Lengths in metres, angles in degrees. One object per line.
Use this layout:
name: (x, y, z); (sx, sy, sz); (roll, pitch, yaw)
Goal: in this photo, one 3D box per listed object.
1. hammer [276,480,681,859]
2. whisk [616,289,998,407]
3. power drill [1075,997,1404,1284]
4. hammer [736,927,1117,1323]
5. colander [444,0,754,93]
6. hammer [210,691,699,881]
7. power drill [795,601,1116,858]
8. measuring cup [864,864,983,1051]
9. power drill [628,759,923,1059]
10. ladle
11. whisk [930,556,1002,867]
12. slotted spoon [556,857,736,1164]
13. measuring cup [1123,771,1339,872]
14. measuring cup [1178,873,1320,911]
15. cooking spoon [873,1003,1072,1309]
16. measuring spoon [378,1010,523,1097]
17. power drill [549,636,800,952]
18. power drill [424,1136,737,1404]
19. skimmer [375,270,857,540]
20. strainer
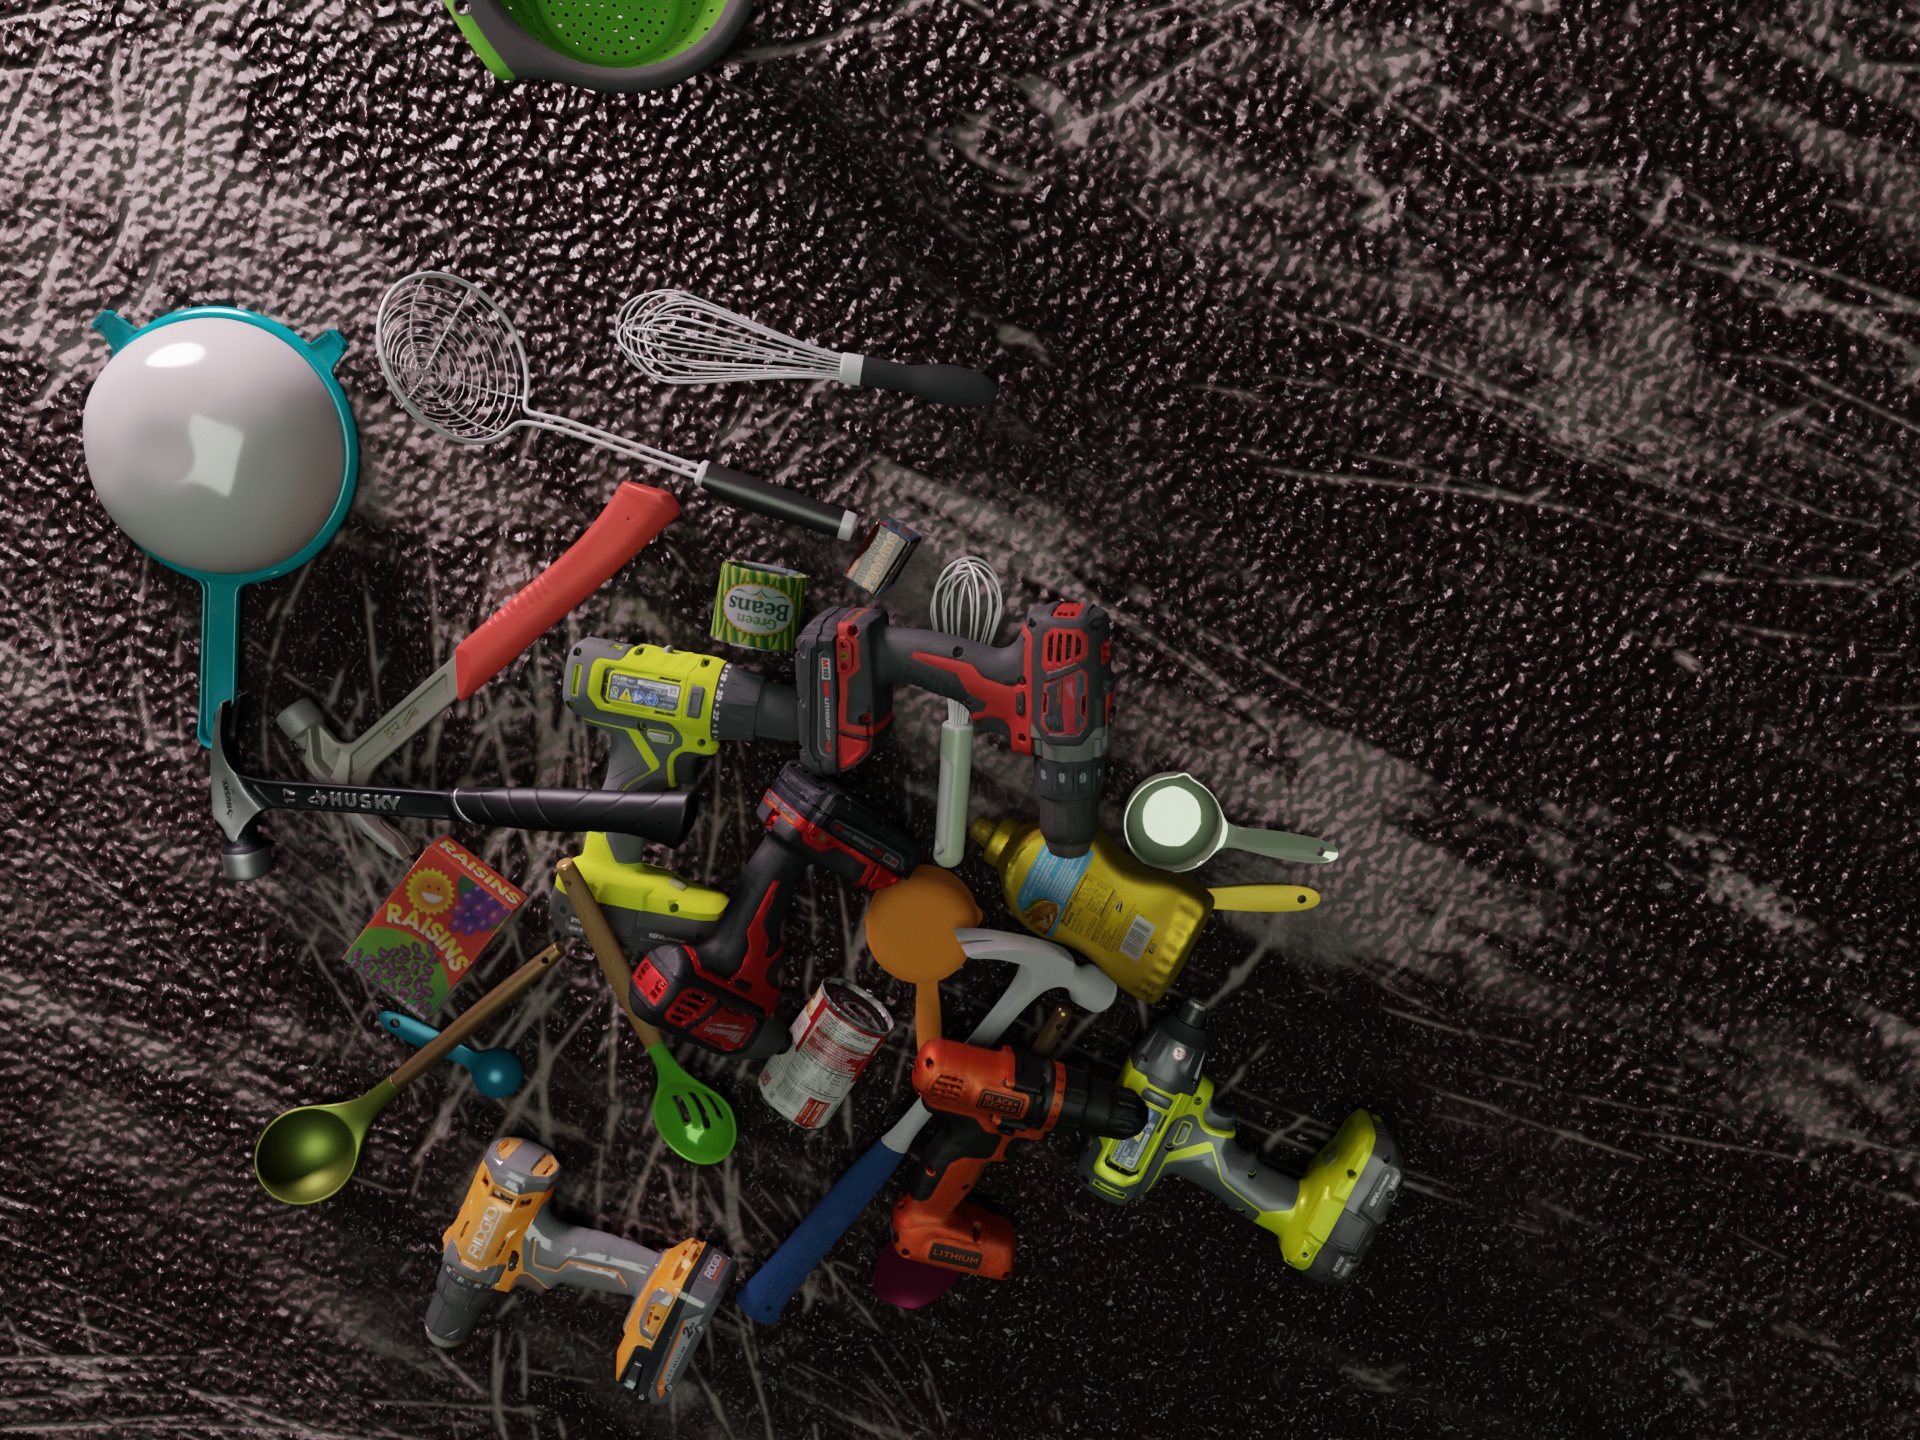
hammer: (-0.354, -0.052, 1.230); (0.359, 0.037, 0.149); (-38, 96, 8)
whisk: (-0.113, -0.264, 1.176); (0.284, 0.070, 0.070); (9, 100, -4)
power drill: (0.225, 0.331, 1.253); (0.223, 0.080, 0.171); (25, 101, 1)
hammer: (-0.051, 0.328, 1.266); (0.144, 0.035, 0.405); (30, 105, -31)
colander: (-0.176, -0.564, 1.117); (0.397, 0.094, 0.204); (-31, 97, -11)
hammer: (-0.387, 0.058, 1.194); (0.409, 0.036, 0.149); (2, 108, 15)
power drill: (0.001, 0.004, 1.161); (0.227, 0.080, 0.187); (3, 108, 13)
measuring cup: (-0.029, 0.203, 1.251); (0.095, 0.052, 0.173); (-2, 98, 3)
power drill: (-0.135, 0.154, 1.195); (0.143, 0.079, 0.219); (37, 87, -39)
ladle: (-0.436, 0.278, 1.268); (0.320, 0.062, 0.078); (-39, 93, 12)
whisk: (-0.002, -0.004, 1.220); (0.059, 0.058, 0.246); (-4, 106, -30)
slotted spoon: (-0.244, 0.227, 1.225); (0.070, 0.031, 0.313); (-8, 123, 14)
measuring cup: (0.207, 0.085, 1.230); (0.167, 0.038, 0.083); (11, 100, -1)
measuring cup: (0.203, 0.143, 1.242); (0.156, 0.029, 0.062); (-1, 100, 5)
cooking spoon: (0.013, 0.353, 1.271); (0.068, 0.017, 0.318); (23, 111, -11)
measuring spoon: (-0.419, 0.271, 1.296); (0.128, 0.021, 0.042); (27, 100, -2)
power drill: (-0.218, 0.059, 1.225); (0.190, 0.080, 0.228); (11, 98, 0)
power drill: (-0.319, 0.468, 1.299); (0.226, 0.084, 0.185); (27, 100, 2)
skimmer: (-0.245, -0.219, 1.168); (0.363, 0.090, 0.127); (19, 57, -5)
strainer: (-0.574, -0.140, 1.194); (0.211, 0.095, 0.340); (5, 99, 1)
